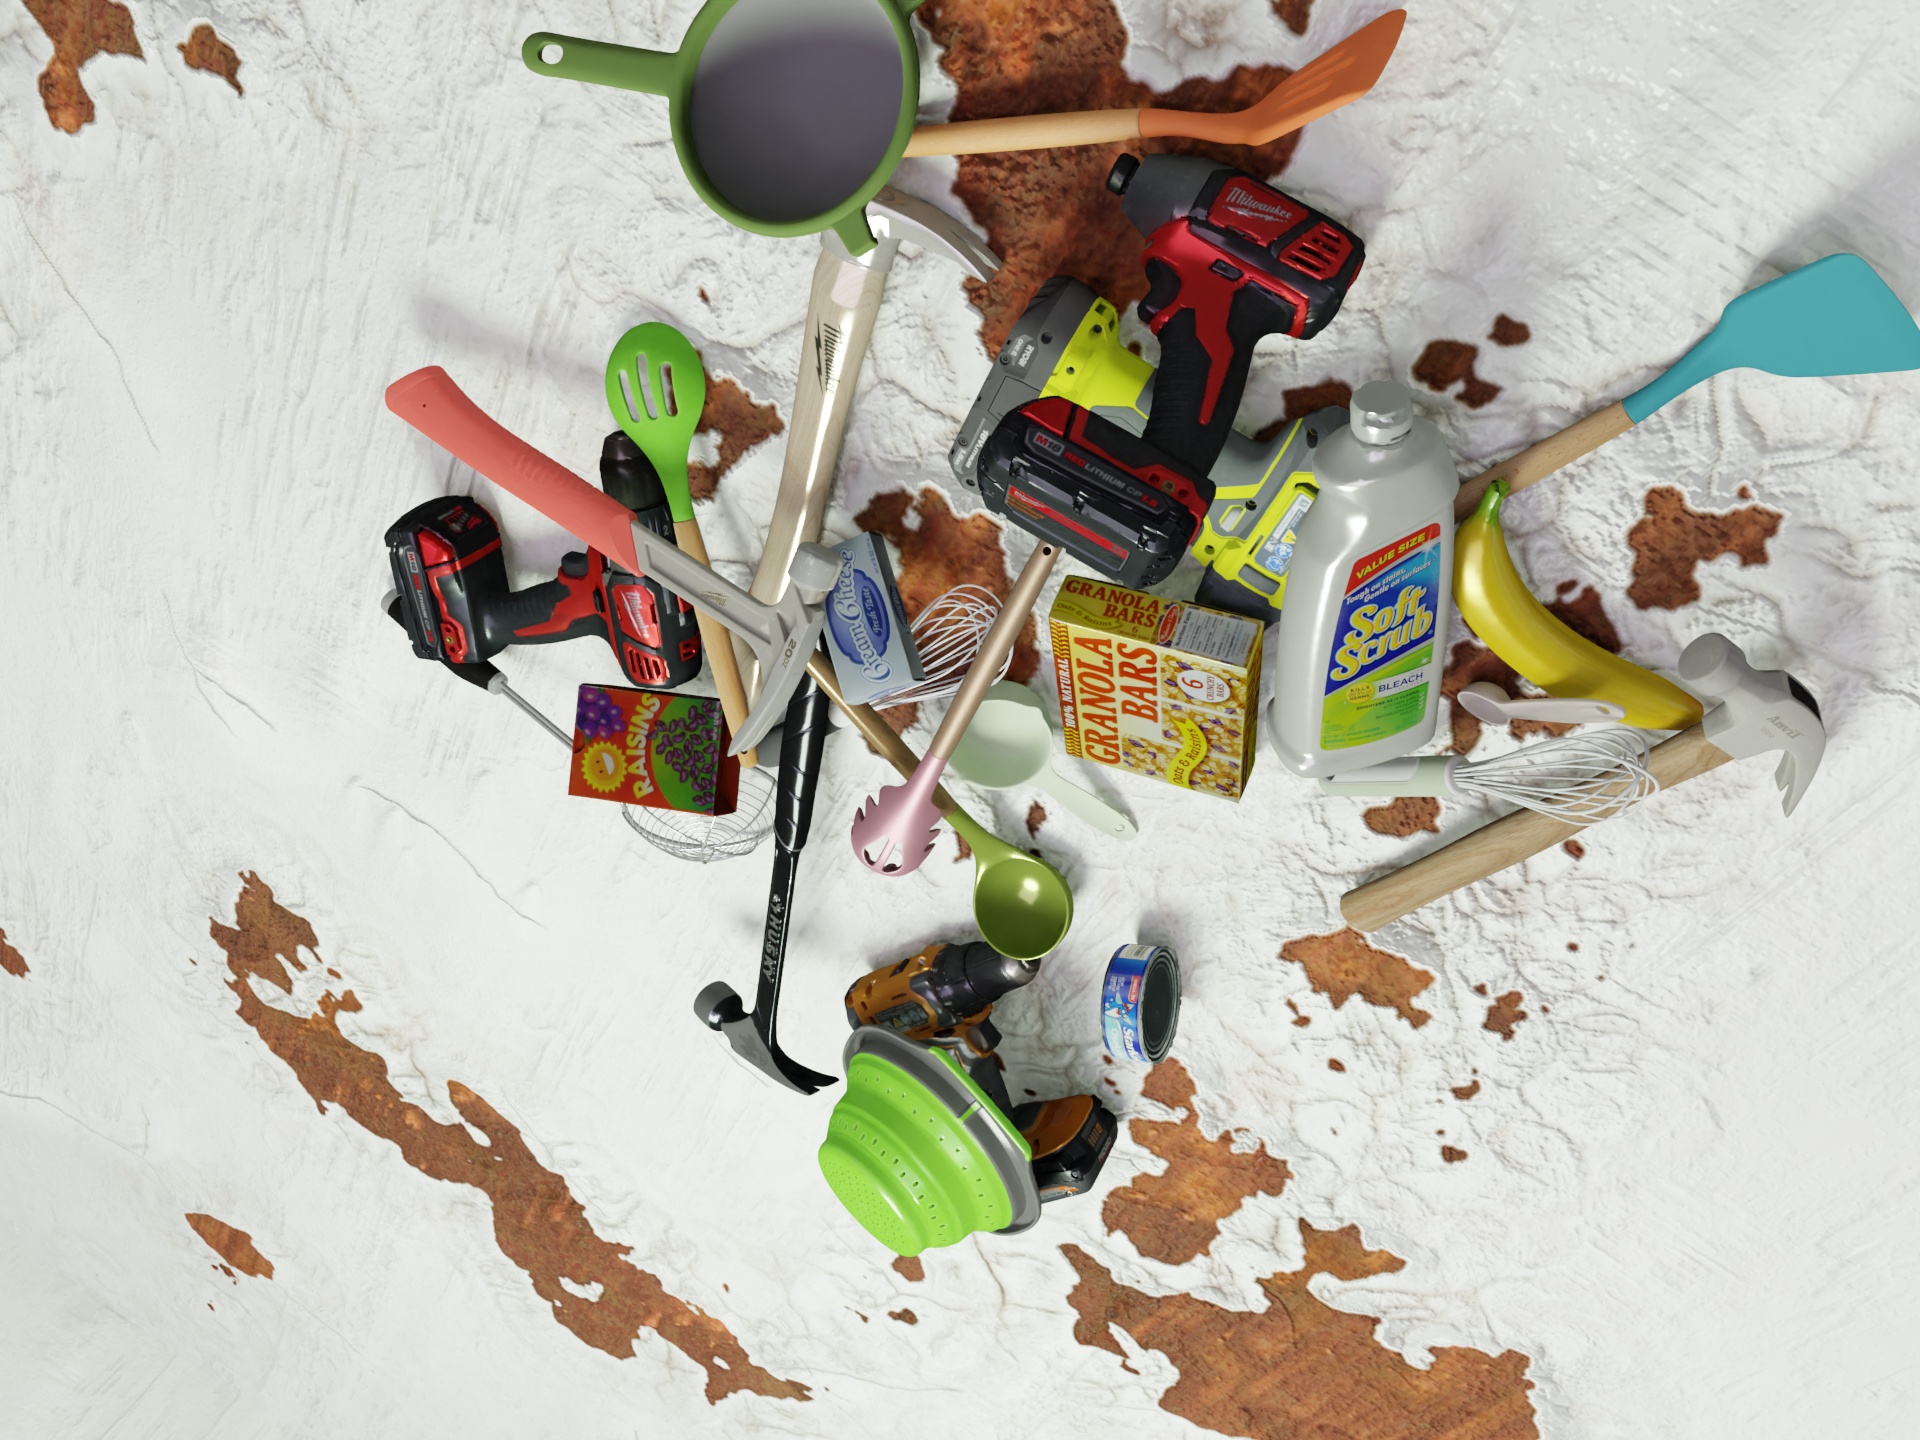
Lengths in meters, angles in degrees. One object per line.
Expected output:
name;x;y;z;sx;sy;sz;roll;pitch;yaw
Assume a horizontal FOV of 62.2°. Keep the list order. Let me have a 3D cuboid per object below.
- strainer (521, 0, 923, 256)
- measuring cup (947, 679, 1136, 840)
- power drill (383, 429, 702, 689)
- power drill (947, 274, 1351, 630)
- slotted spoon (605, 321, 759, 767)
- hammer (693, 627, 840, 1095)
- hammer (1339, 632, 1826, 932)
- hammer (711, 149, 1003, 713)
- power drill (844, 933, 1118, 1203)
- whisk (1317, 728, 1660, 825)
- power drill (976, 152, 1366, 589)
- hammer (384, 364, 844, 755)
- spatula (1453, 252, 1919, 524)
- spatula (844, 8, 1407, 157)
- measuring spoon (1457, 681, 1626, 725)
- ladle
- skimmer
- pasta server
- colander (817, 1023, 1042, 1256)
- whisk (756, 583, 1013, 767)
strainer;-0.129;-0.356;0.906;0.256;0.069;0.151;17;100;20
measuring cup;0.061;0.031;1.117;0.167;0.038;0.083;35;119;-22
power drill;-0.299;-0.120;1.158;0.227;0.080;0.187;5;117;19
power drill;0.114;-0.145;0.938;0.223;0.080;0.171;31;130;0
slotted spoon;-0.181;-0.113;1.091;0.070;0.031;0.313;-8;108;12
hammer;-0.127;0.103;1.176;0.149;0.036;0.408;34;127;34
hammer;0.362;0.061;0.967;0.130;0.031;0.331;29;140;-20
hammer;-0.095;-0.158;1.057;0.146;0.038;0.410;26;130;6
power drill;0.034;0.273;1.268;0.185;0.084;0.226;-28;102;37
whisk;0.299;0.032;0.935;0.059;0.058;0.246;31;163;-25
power drill;0.103;-0.193;0.833;0.143;0.220;0.078;30;169;3
hammer;-0.249;-0.128;1.067;0.359;0.036;0.149;33;109;16
spatula;0.333;-0.146;0.848;0.082;0.044;0.317;36;135;-26
spatula;0.073;-0.326;0.849;0.323;0.081;0.041;6;141;28
measuring spoon;0.338;-0.012;0.921;0.034;0.018;0.124;40;167;-20
ladle;-0.024;0.054;1.113;0.078;0.062;0.319;-26;123;25
skimmer;-0.303;-0.009;1.267;0.363;0.090;0.127;37;142;12
pasta server;-0.002;-0.003;1.029;0.060;0.040;0.316;26;126;-3
colander;-0.065;0.375;1.298;0.204;0.094;0.397;47;151;7
whisk;-0.062;-0.018;1.127;0.284;0.070;0.070;-28;107;42
